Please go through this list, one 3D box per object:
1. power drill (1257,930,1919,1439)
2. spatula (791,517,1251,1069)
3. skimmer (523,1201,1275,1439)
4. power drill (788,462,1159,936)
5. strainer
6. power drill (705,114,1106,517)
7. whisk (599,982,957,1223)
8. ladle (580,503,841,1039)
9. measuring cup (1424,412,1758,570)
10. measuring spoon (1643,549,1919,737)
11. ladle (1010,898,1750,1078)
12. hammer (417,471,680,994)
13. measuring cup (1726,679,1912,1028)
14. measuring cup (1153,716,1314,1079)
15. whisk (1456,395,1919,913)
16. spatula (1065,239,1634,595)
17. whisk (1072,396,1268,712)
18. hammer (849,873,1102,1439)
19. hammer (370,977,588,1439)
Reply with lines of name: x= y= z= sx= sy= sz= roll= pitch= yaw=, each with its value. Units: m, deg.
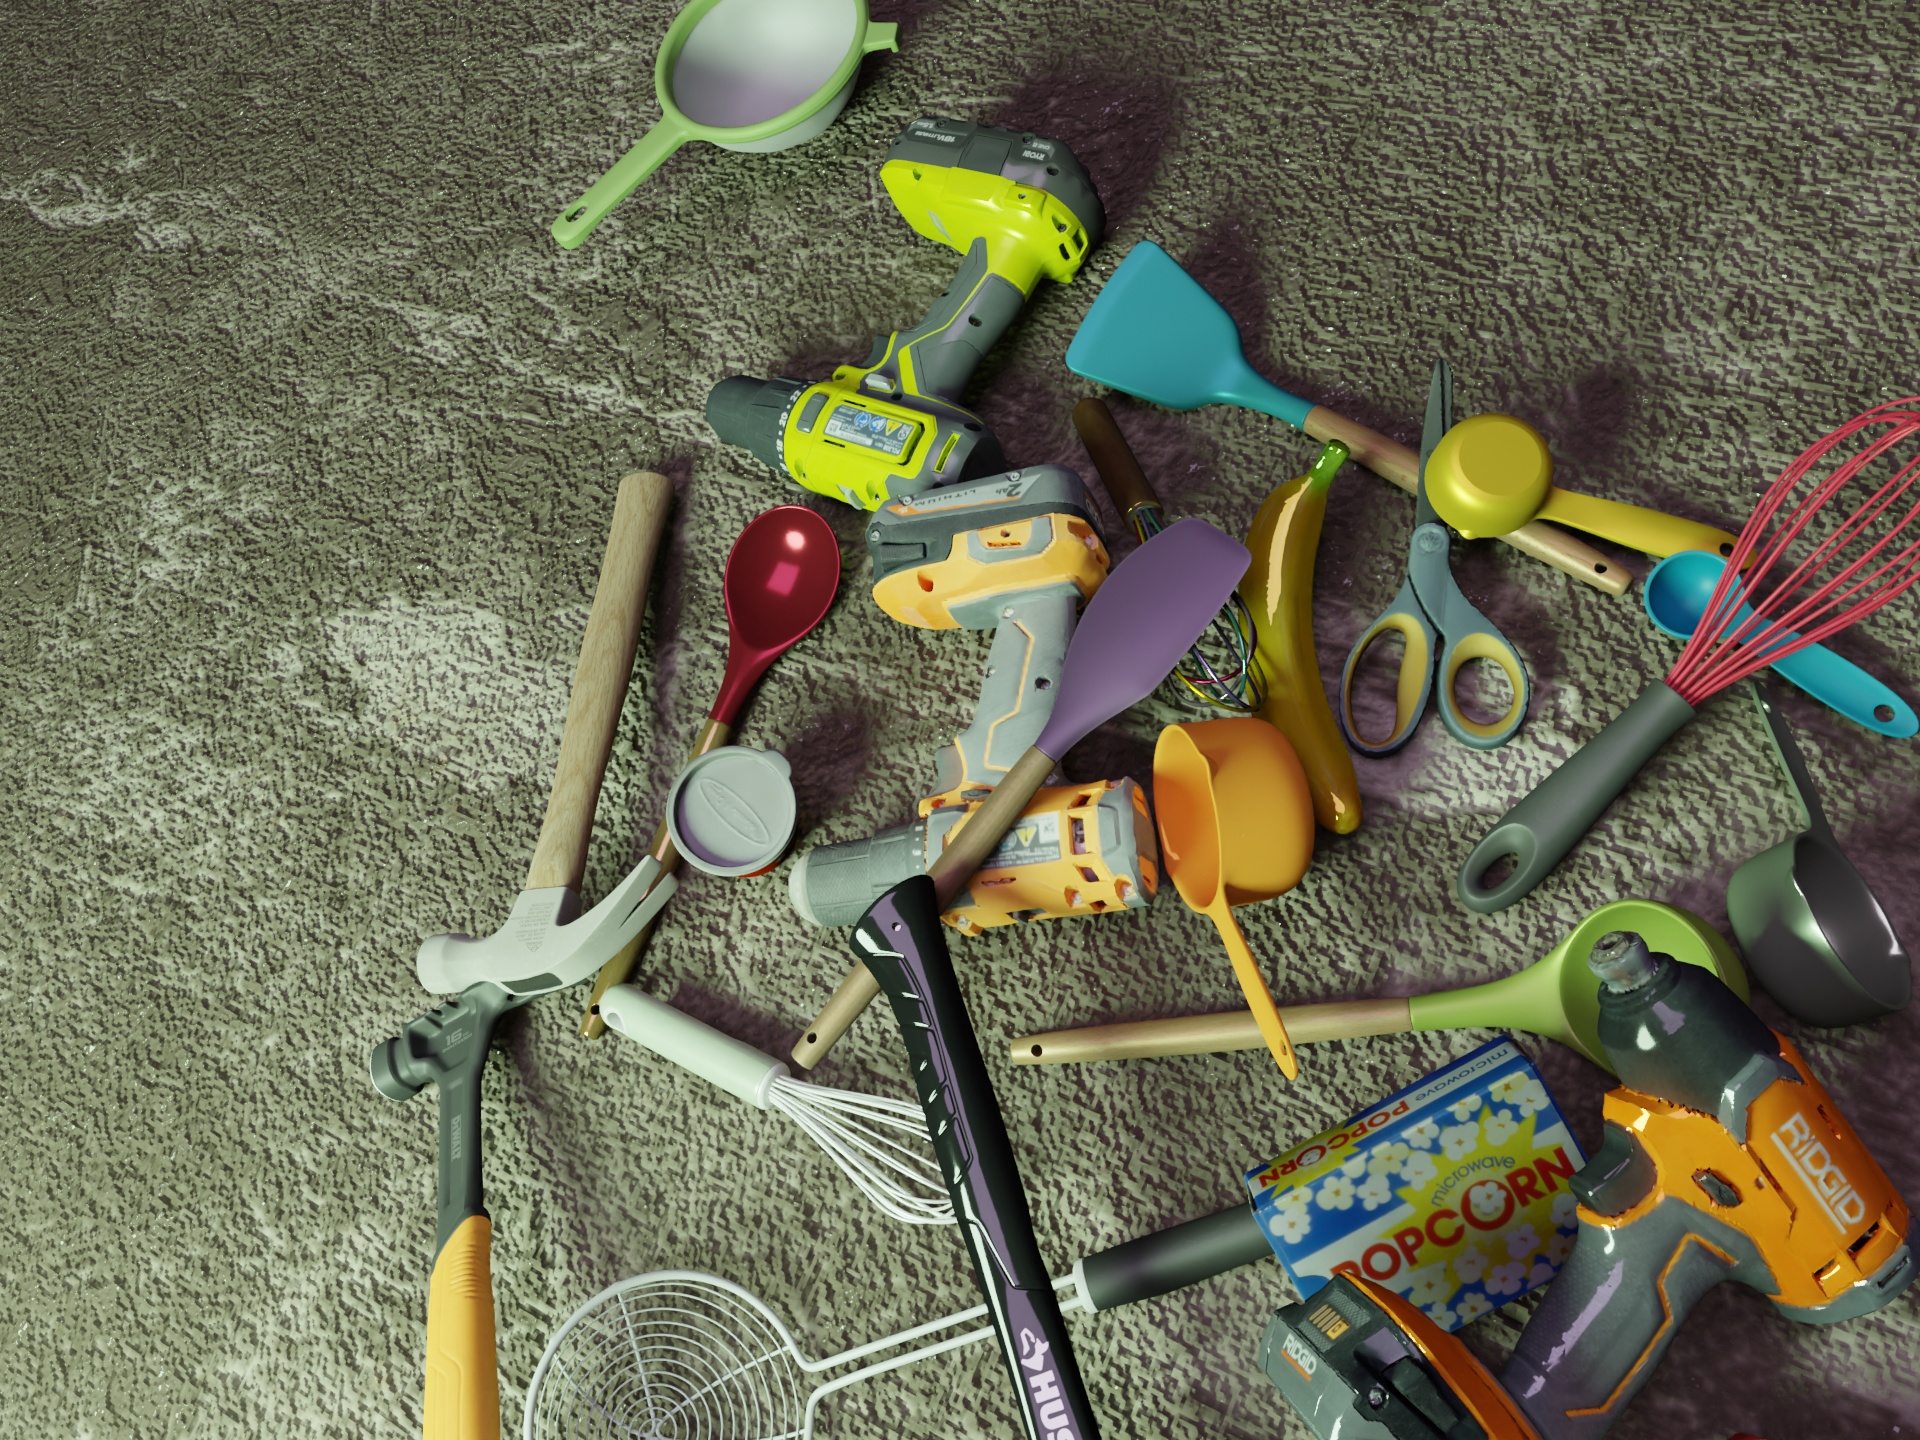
power drill: x=0.223 y=0.194 z=0.578 sx=0.226 sy=0.084 sz=0.164 roll=-38 pitch=97 yaw=-8
spatula: x=0.022 y=0.034 z=0.742 sx=0.060 sy=0.018 sz=0.316 roll=38 pitch=90 yaw=34
skimmer: x=-0.009 y=0.262 z=0.686 sx=0.363 sy=0.090 sz=0.127 roll=-23 pitch=61 yaw=10
power drill: x=-0.001 y=-0.003 z=0.811 sx=0.185 sy=0.084 sz=0.226 roll=-10 pitch=69 yaw=17
strainer: x=-0.159 y=-0.388 z=1.049 sx=0.256 sy=0.069 sz=0.152 roll=-43 pitch=62 yaw=0
power drill: x=-0.032 y=-0.231 z=0.926 sx=0.191 sy=0.080 sz=0.228 roll=22 pitch=79 yaw=28
whisk: x=-0.085 y=0.182 z=0.780 sx=0.246 sy=0.057 sz=0.059 roll=20 pitch=41 yaw=29
ladle: x=-0.142 y=0.026 z=0.882 sx=0.069 sy=0.031 sz=0.315 roll=18 pitch=76 yaw=15
measuring cup: x=0.297 y=-0.102 z=0.744 sx=0.156 sy=0.029 sz=0.062 roll=19 pitch=75 yaw=11
measuring spoon: x=0.368 y=-0.030 z=0.717 sx=0.129 sy=0.021 sz=0.042 roll=39 pitch=92 yaw=21
ladle: x=0.169 y=0.132 z=0.697 sx=0.320 sy=0.062 sz=0.078 roll=-10 pitch=81 yaw=20
hammer: x=-0.202 y=-0.006 z=0.888 sx=0.130 sy=0.031 sz=0.332 roll=-7 pitch=56 yaw=19
measuring cup: x=0.344 y=0.053 z=0.668 sx=0.038 sy=0.083 sz=0.168 roll=-40 pitch=32 yaw=38
measuring cup: x=0.137 y=0.075 z=0.710 sx=0.052 sy=0.095 sz=0.174 roll=-10 pitch=56 yaw=-12
whisk: x=0.325 y=-0.024 z=0.689 sx=0.296 sy=0.073 sz=0.073 roll=-48 pitch=59 yaw=11
spatula: x=0.198 y=-0.146 z=0.816 sx=0.318 sy=0.044 sz=0.082 roll=36 pitch=95 yaw=29
whisk: x=0.098 y=-0.091 z=0.807 sx=0.047 sy=0.051 sz=0.245 roll=-15 pitch=47 yaw=-4
hammer: x=0.025 y=0.222 z=0.661 sx=0.146 sy=0.035 sz=0.335 roll=-20 pitch=69 yaw=3
hammer: x=-0.228 y=0.265 z=0.748 sx=0.127 sy=0.034 sz=0.337 roll=-31 pitch=44 yaw=13
